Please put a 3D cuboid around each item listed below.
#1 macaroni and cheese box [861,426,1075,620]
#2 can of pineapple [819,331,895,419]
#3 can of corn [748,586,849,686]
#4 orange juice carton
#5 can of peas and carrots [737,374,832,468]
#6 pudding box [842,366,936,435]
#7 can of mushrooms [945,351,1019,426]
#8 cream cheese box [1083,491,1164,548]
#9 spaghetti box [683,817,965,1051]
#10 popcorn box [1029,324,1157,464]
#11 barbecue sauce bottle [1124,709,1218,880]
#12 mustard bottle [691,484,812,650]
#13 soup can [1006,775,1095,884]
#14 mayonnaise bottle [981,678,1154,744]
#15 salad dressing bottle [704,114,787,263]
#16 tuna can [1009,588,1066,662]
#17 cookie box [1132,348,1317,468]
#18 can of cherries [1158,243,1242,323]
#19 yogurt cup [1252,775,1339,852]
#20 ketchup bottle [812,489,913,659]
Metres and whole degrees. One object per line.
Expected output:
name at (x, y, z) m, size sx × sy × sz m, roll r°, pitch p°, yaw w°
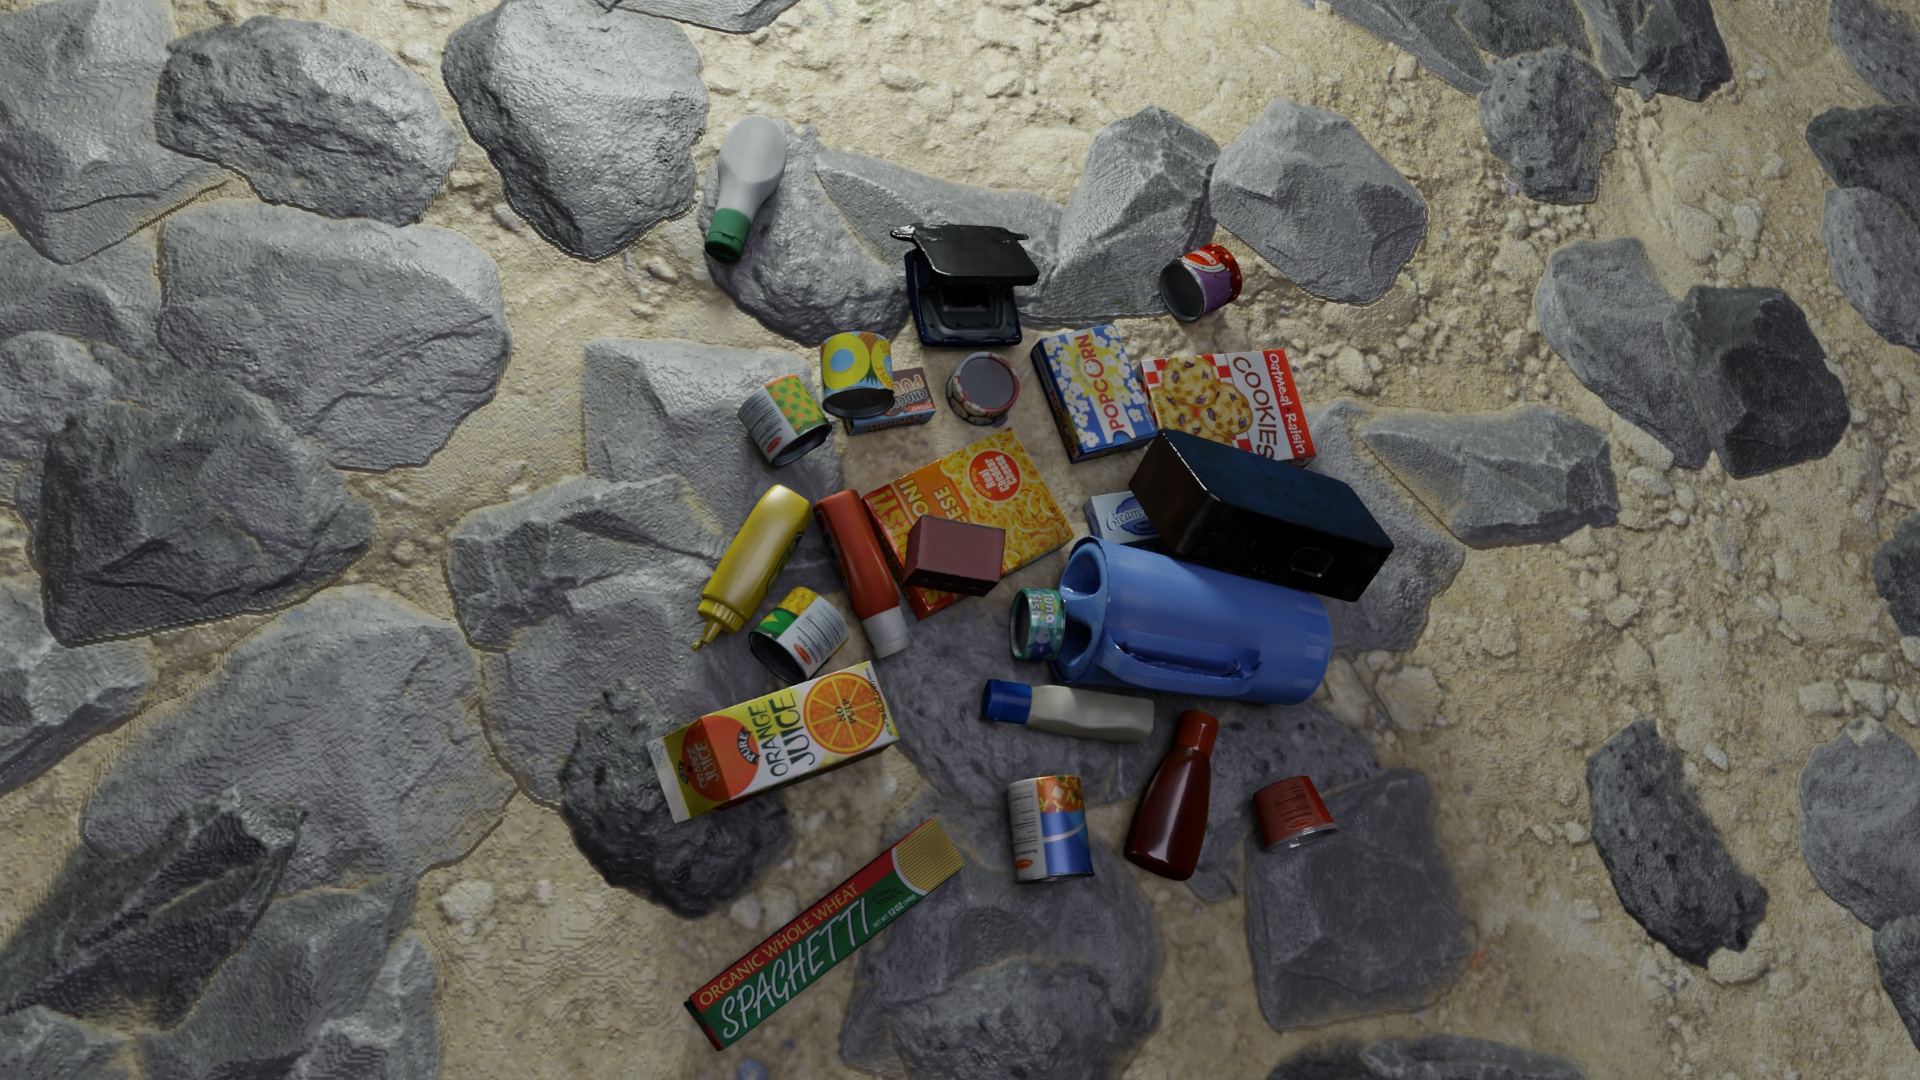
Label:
macaroni and cheese box at (0.005, -0.016, 1.285) m, size 0.167 × 0.040 × 0.124 m, roll -26°, pitch 81°, yaw -25°
can of pineapple at (-0.092, -0.149, 1.253) m, size 0.071 × 0.070 × 0.058 m, roll 0°, pitch 70°, yaw -17°
can of corn at (-0.139, 0.082, 1.190) m, size 0.071 × 0.071 × 0.058 m, roll 42°, pitch 62°, yaw 1°
orange juice carton at (-0.156, 0.168, 1.148) m, size 0.193 × 0.072 × 0.072 m, roll -17°, pitch 77°, yaw -22°
can of peas and carrots at (-0.158, -0.108, 1.255) m, size 0.071 × 0.070 × 0.059 m, roll -32°, pitch 82°, yaw -25°
pudding box at (-0.071, -0.131, 1.309) m, size 0.084 × 0.030 × 0.050 m, roll -11°, pitch 75°, yaw -21°
can of mushrooms at (0.023, -0.145, 1.342) m, size 0.071 × 0.033 × 0.071 m, roll 6°, pitch 68°, yaw -16°
cream cheese box at (0.175, -0.022, 1.349) m, size 0.104 × 0.024 × 0.053 m, roll -9°, pitch 72°, yaw -21°
spaghetti box at (-0.106, 0.318, 1.133) m, size 0.251 × 0.028 × 0.050 m, roll -33°, pitch 82°, yaw -25°
popcorn box at (0.131, -0.146, 1.373) m, size 0.085 × 0.038 × 0.127 m, roll -14°, pitch 75°, yaw -23°
barbecue sauce bottle at (0.198, 0.227, 1.254) m, size 0.065 × 0.043 × 0.149 m, roll 25°, pitch 65°, yaw -8°
mustard bottle at (-0.185, 0.030, 1.198) m, size 0.049 × 0.065 × 0.161 m, roll 29°, pitch 70°, yaw 0°
soup can at (0.079, 0.250, 1.196) m, size 0.071 × 0.071 × 0.084 m, roll 0°, pitch 71°, yaw -18°
mayonnaise bottle at (0.094, 0.152, 1.241) m, size 0.148 × 0.064 × 0.041 m, roll 10°, pitch 69°, yaw -10°
salad dressing bottle at (-0.209, -0.338, 1.335) m, size 0.064 × 0.044 × 0.148 m, roll 18°, pitch 67°, yaw -13°
tuna can at (0.069, 0.075, 1.254) m, size 0.033 × 0.070 × 0.071 m, roll 4°, pitch 70°, yaw -15°
cookie box at (0.266, -0.126, 1.408) m, size 0.168 × 0.040 × 0.123 m, roll -7°, pitch 73°, yaw -19°
can of cherries at (0.249, -0.269, 1.438) m, size 0.058 × 0.071 × 0.071 m, roll -29°, pitch 82°, yaw -24°
yogurt cup at (0.302, 0.249, 1.268) m, size 0.072 × 0.072 × 0.054 m, roll -9°, pitch 66°, yaw -20°
ketchup bottle at (-0.085, 0.030, 1.230) m, size 0.043 × 0.064 × 0.149 m, roll -22°, pitch 86°, yaw -10°
